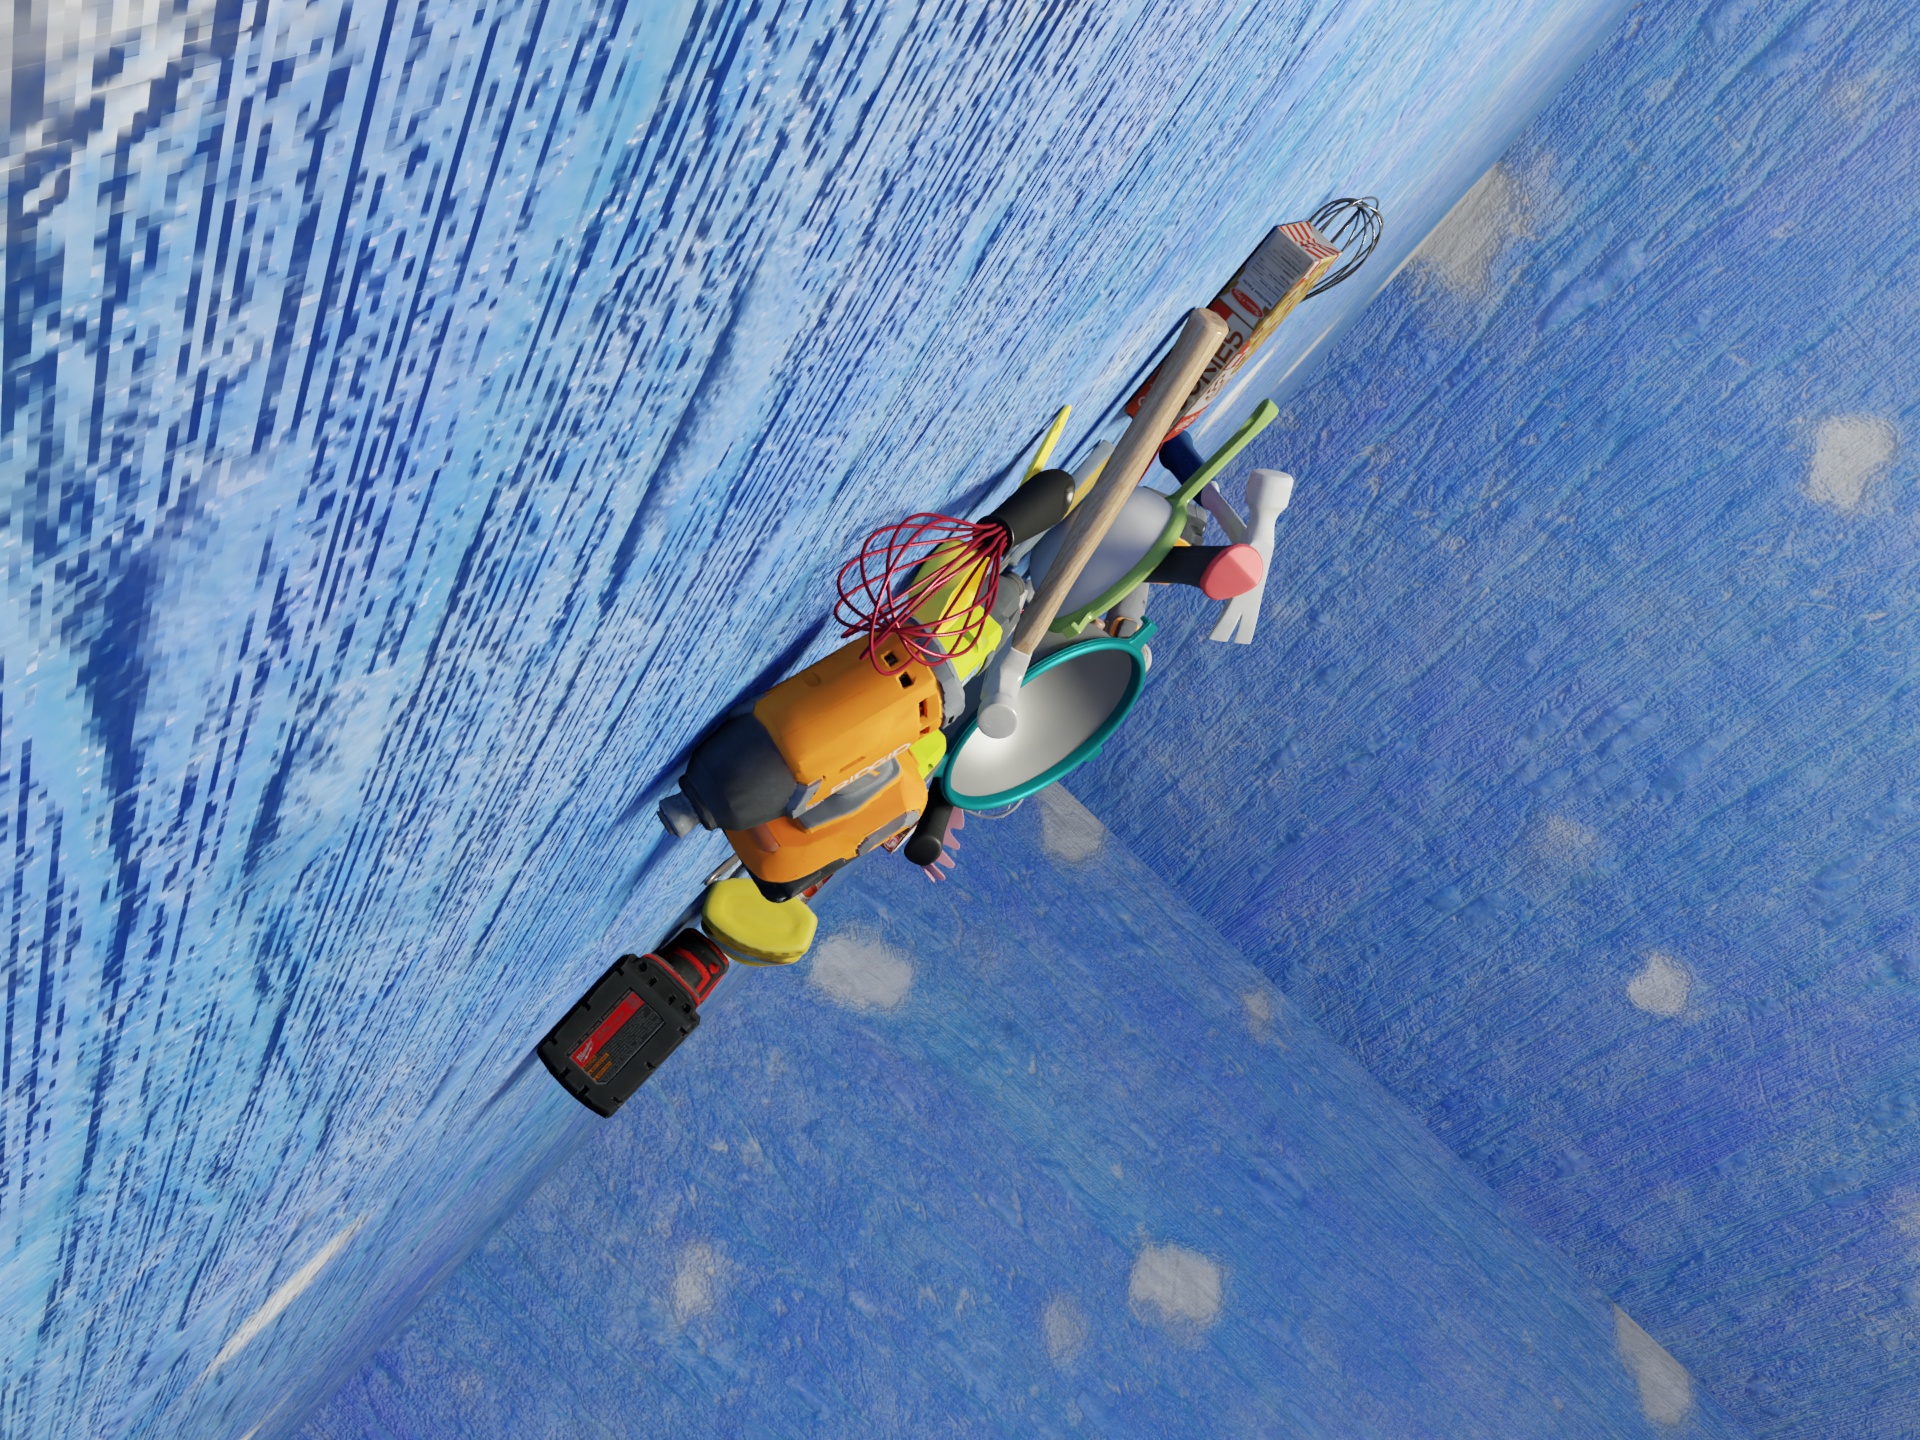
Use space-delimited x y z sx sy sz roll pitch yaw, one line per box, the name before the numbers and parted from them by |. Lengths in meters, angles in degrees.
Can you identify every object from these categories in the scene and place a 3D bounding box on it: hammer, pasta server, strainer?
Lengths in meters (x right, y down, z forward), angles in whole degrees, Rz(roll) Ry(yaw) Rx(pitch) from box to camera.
hammer | 0.222 -0.192 1.415 0.406 0.035 0.144 -95 -166 -68
pasta server | 0.046 0.029 1.524 0.316 0.040 0.060 -53 -160 21
hammer | 0.096 -0.144 1.135 0.331 0.031 0.130 -60 -169 30
hammer | 0.160 -0.143 1.343 0.143 0.038 0.386 -47 -163 -8
hammer | 0.003 0.019 1.557 0.149 0.036 0.409 -49 -170 27
strainer | -0.002 -0.004 1.360 0.340 0.095 0.210 -19 149 -28
strainer | 0.144 -0.182 1.284 0.256 0.069 0.152 -44 -164 7

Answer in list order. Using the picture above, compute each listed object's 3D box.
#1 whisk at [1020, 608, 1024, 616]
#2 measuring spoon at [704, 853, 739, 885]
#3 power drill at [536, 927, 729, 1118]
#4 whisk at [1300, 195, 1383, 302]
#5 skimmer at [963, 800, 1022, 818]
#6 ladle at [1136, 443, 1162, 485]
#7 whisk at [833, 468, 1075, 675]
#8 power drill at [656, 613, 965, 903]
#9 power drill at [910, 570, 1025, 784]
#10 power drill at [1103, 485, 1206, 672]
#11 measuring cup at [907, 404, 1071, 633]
whisk | 0.050 -0.102 1.541 0.245 0.051 0.047 -51 -162 -6
measuring spoon | -0.180 0.118 1.332 0.034 0.018 0.124 -48 176 24
power drill | -0.267 0.247 1.315 0.143 0.078 0.219 -46 180 -1
whisk | 0.248 -0.328 1.260 0.055 0.055 0.239 -44 180 -41
skimmer | 0.045 0.013 1.696 0.090 0.127 0.363 -28 169 -14
ladle | 0.225 -0.302 1.422 0.315 0.031 0.069 -47 180 -34
whisk | 0.010 -0.090 0.825 0.073 0.073 0.296 -49 178 29
power drill | -0.087 0.033 0.879 0.164 0.084 0.226 -31 169 -14
power drill | -0.037 -0.009 1.148 0.171 0.080 0.223 -44 173 -37
power drill | 0.168 -0.110 1.541 0.185 0.084 0.226 122 -11 -74
measuring cup | 0.016 -0.124 0.943 0.156 0.029 0.062 -60 170 11
